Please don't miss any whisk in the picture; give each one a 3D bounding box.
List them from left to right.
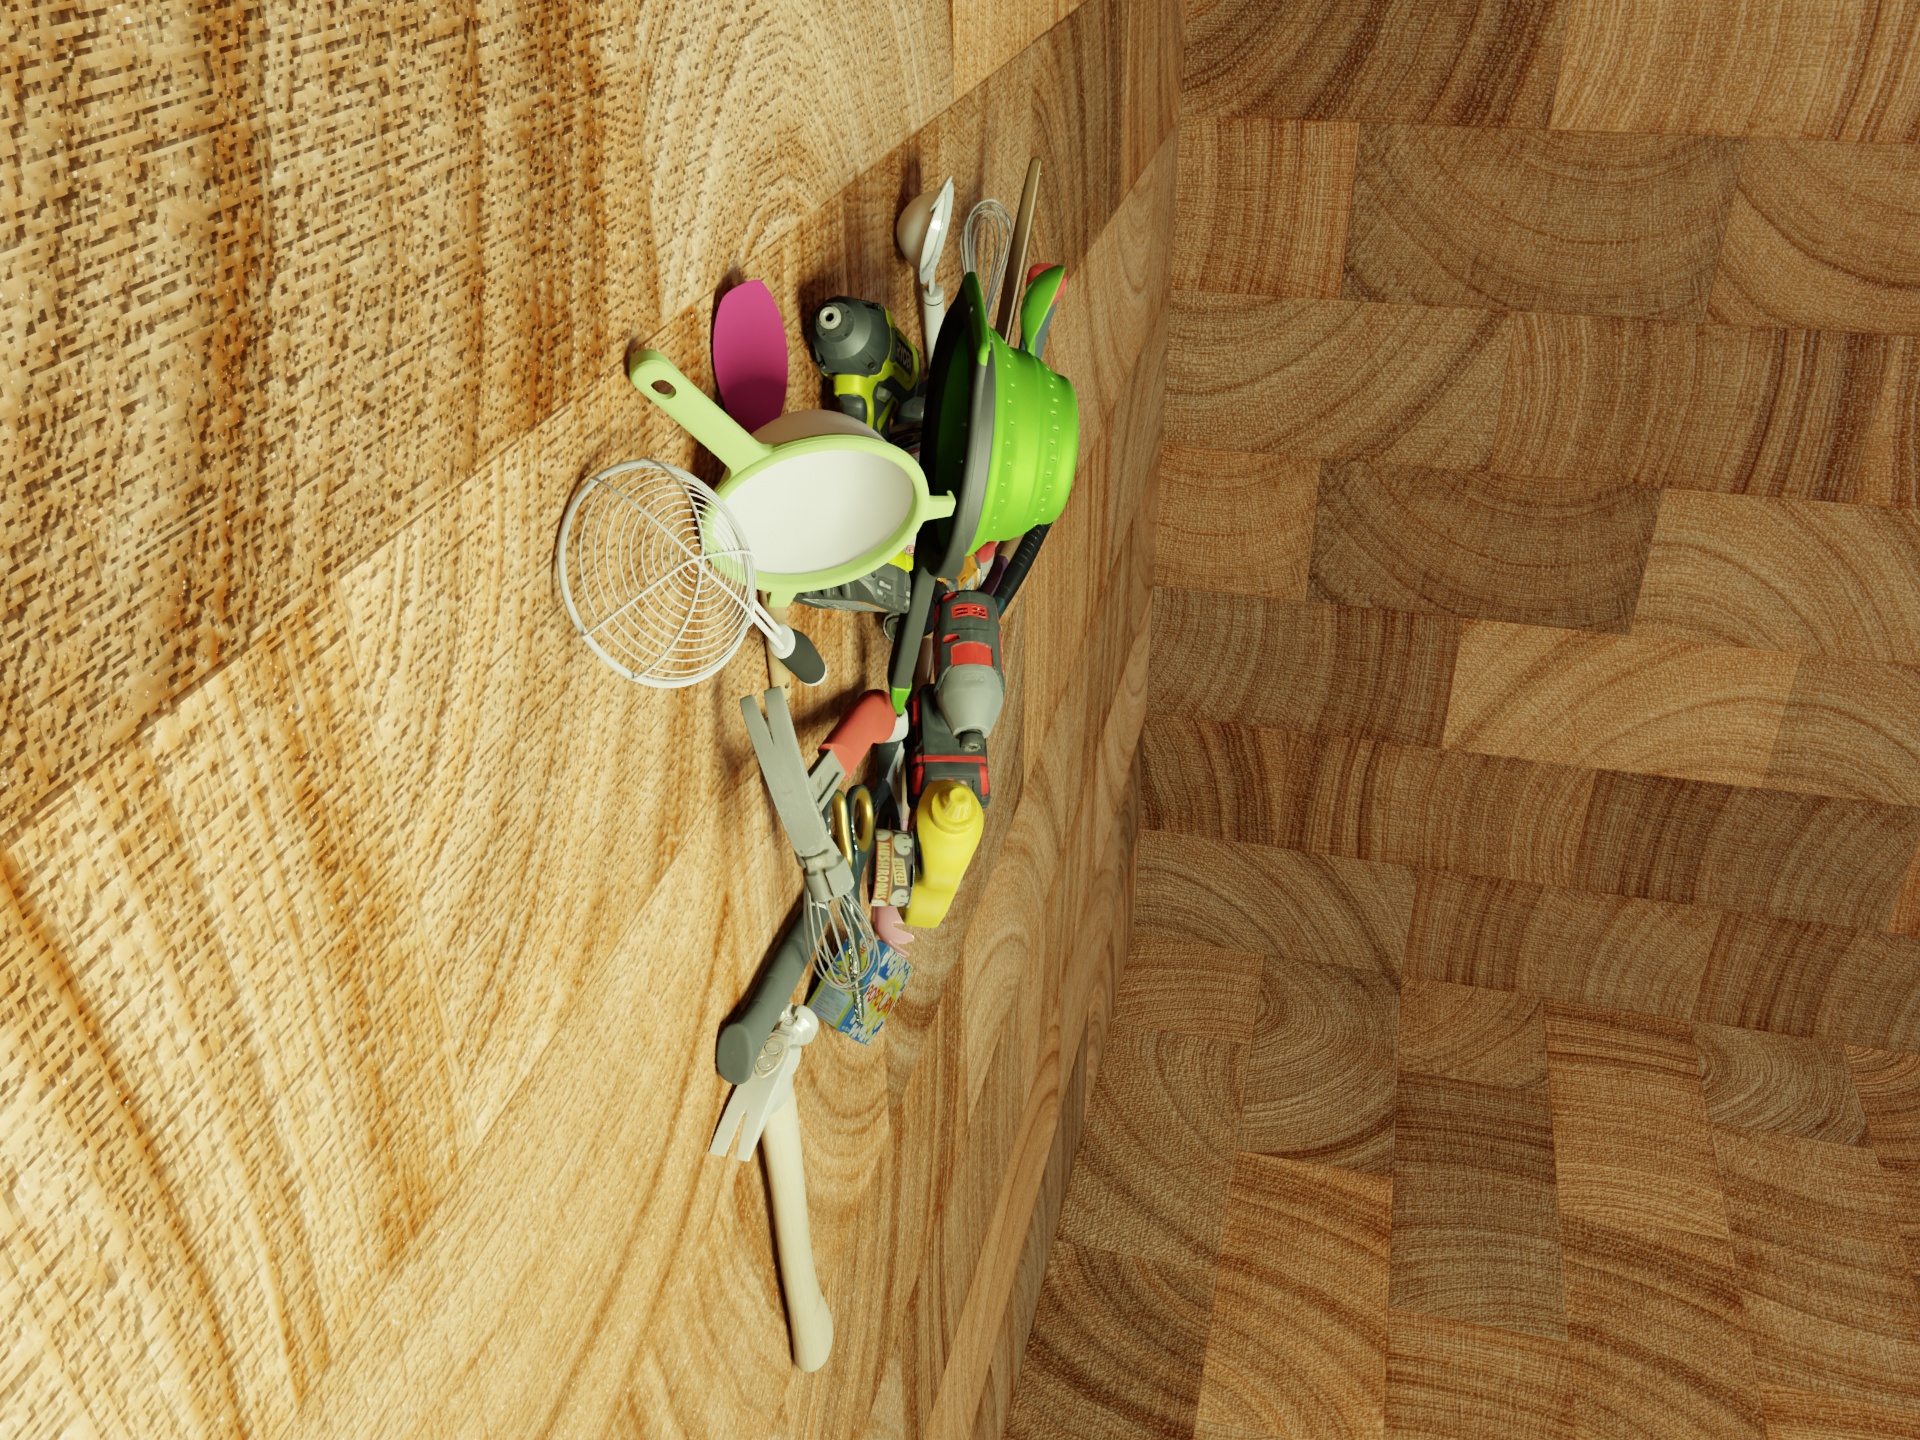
[{"bbox_3d":[-0.110,0.104,1.208,0.055,0.055,0.238,-60,139,-59],"label":"whisk"},{"bbox_3d":[0.018,-0.396,1.597,0.059,0.058,0.246,-15,120,-39],"label":"whisk"}]

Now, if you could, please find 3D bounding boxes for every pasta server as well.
[{"bbox_3d":[-0.048,0.073,1.569,0.060,0.040,0.316,126,-27,-77],"label":"pasta server"}]

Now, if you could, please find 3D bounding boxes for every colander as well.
[{"bbox_3d":[0.015,-0.149,1.239,0.396,0.094,0.205,105,-16,-45],"label":"colander"}]

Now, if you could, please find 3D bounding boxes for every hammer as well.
[{"bbox_3d":[-0.146,0.430,1.340,0.146,0.038,0.410,-65,158,-50],"label":"hammer"},{"bbox_3d":[-0.114,0.150,1.327,0.409,0.036,0.149,-64,158,-54],"label":"hammer"},{"bbox_3d":[-0.095,0.015,1.227,0.359,0.036,0.149,-67,139,-77],"label":"hammer"},{"bbox_3d":[0.044,-0.131,1.671,0.128,0.033,0.331,100,14,-53],"label":"hammer"},{"bbox_3d":[0.054,-0.289,1.592,0.386,0.038,0.143,104,9,-46],"label":"hammer"}]

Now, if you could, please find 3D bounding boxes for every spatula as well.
[{"bbox_3d":[0.032,-0.387,1.552,0.082,0.044,0.317,-30,133,-72],"label":"spatula"},{"bbox_3d":[0.050,-0.179,1.630,0.059,0.018,0.316,-48,-169,40],"label":"spatula"}]

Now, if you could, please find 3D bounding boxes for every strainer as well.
[{"bbox_3d":[-0.125,-0.173,0.996,0.256,0.151,0.069,38,30,-54],"label":"strainer"},{"bbox_3d":[-0.027,-0.382,1.404,0.258,0.050,0.087,86,22,-60],"label":"strainer"}]

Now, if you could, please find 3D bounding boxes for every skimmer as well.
[{"bbox_3d":[-0.153,-0.063,1.006,0.363,0.090,0.127,62,28,-81],"label":"skimmer"}]

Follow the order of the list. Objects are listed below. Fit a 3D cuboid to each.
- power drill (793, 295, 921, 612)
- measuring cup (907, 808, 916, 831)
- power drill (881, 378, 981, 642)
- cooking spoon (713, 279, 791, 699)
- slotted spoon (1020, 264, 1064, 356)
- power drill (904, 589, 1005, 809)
[{"bbox_3d":[-0.081,-0.198,1.196,0.171,0.080,0.223,7,86,-78],"label":"power drill"},{"bbox_3d":[-0.027,0.060,1.630,0.095,0.052,0.174,121,-33,-47],"label":"measuring cup"},{"bbox_3d":[-0.023,-0.186,1.452,0.185,0.084,0.226,-53,152,-62],"label":"power drill"},{"bbox_3d":[-0.136,-0.146,1.095,0.069,0.017,0.318,-41,141,-41],"label":"cooking spoon"},{"bbox_3d":[0.054,-0.286,1.482,0.313,0.031,0.070,101,2,-48],"label":"slotted spoon"},{"bbox_3d":[-0.002,-0.005,1.420,0.219,0.078,0.143,104,-16,-62],"label":"power drill"}]
